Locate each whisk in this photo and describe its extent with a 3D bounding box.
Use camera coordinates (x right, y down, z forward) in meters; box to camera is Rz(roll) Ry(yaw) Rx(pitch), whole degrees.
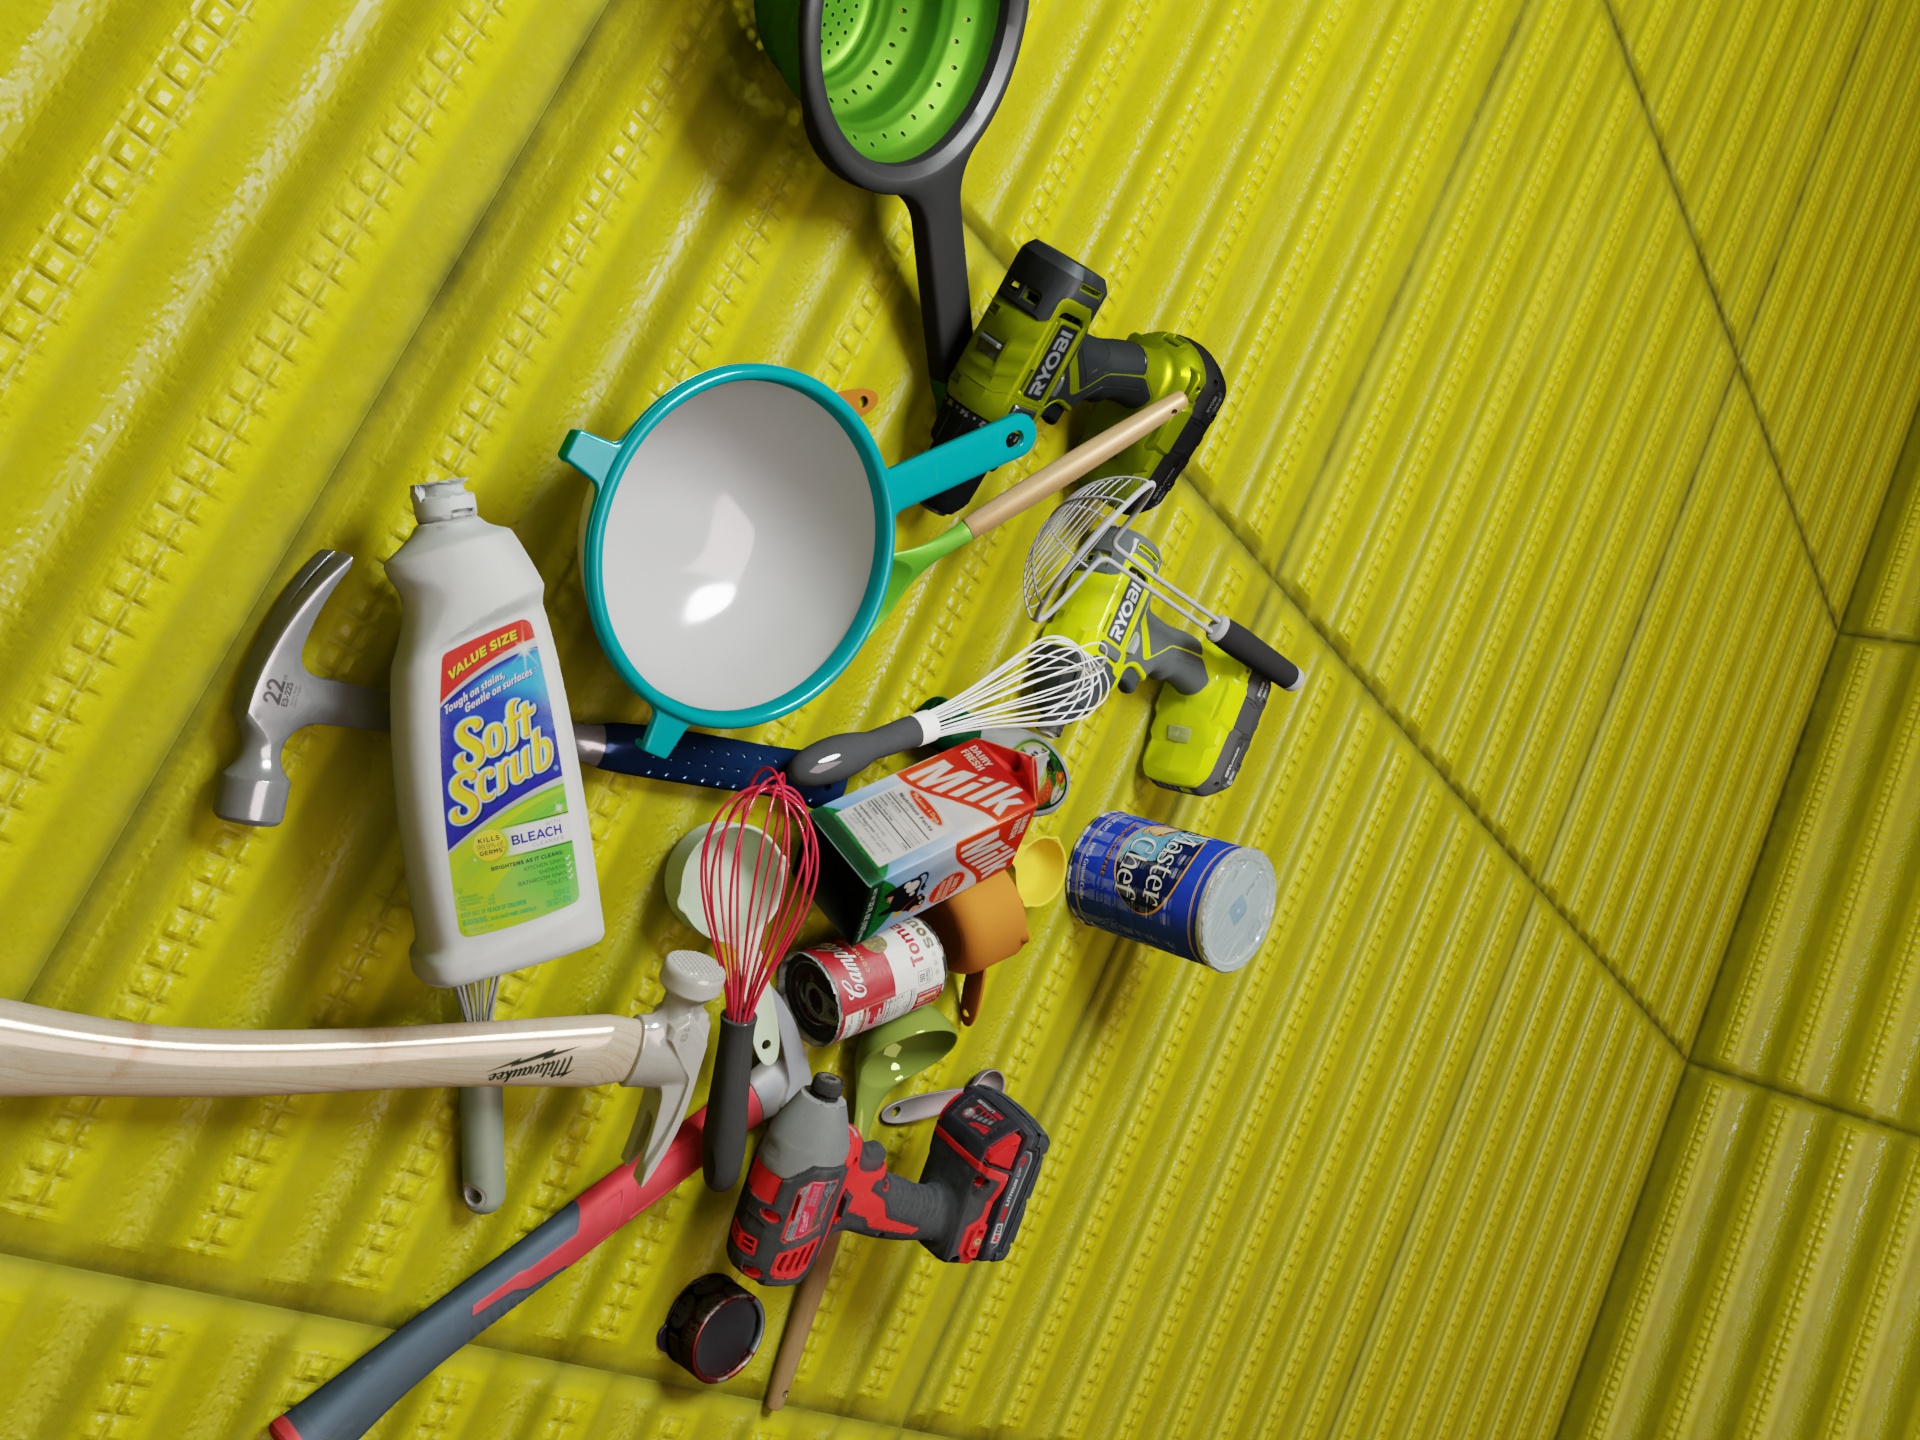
[{"bbox_3d":[-0.136,0.167,0.989,0.073,0.073,0.295,-10,117,-45],"label":"whisk"},{"bbox_3d":[-0.002,-0.003,1.104,0.284,0.070,0.070,-20,115,-36],"label":"whisk"},{"bbox_3d":[-0.278,0.178,0.919,0.059,0.058,0.246,-32,129,-61],"label":"whisk"}]

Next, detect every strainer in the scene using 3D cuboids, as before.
[{"bbox_3d":[-0.101,-0.133,0.976,0.340,0.095,0.210,-29,122,-34],"label":"strainer"}]

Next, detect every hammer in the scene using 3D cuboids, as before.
[{"bbox_3d":[-0.324,0.187,0.838,0.410,0.038,0.146,9,107,-38],"label":"hammer"},{"bbox_3d":[-0.248,0.308,0.990,0.386,0.038,0.143,-32,121,-37],"label":"hammer"},{"bbox_3d":[-0.221,0.007,0.939,0.405,0.035,0.144,12,92,-47],"label":"hammer"}]

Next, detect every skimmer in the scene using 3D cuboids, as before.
[{"bbox_3d":[0.176,-0.076,1.200,0.363,0.090,0.127,27,108,-43],"label":"skimmer"}]

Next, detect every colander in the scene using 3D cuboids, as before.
[{"bbox_3d":[-0.047,-0.369,0.997,0.204,0.095,0.396,-44,147,-30],"label":"colander"}]

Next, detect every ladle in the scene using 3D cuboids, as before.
[{"bbox_3d":[-0.080,0.359,1.169,0.078,0.062,0.320,18,90,-49],"label":"ladle"}]

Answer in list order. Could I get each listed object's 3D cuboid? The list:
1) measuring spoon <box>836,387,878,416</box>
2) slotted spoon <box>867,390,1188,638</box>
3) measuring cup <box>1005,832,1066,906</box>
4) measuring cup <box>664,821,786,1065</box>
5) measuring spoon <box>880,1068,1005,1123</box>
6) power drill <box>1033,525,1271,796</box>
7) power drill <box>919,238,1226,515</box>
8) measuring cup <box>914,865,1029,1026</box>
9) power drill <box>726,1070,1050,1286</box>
[{"bbox_3d":[-0.094,-0.198,1.034,0.117,0.011,0.021,-26,118,-40],"label":"measuring spoon"},{"bbox_3d":[0.026,-0.142,1.088,0.314,0.031,0.070,-33,145,-9],"label":"slotted spoon"},{"bbox_3d":[0.024,0.094,1.232,0.156,0.029,0.062,37,73,-38],"label":"measuring cup"},{"bbox_3d":[-0.147,0.145,1.038,0.083,0.038,0.167,-20,108,-35],"label":"measuring cup"},{"bbox_3d":[-0.016,0.297,1.253,0.124,0.018,0.034,-3,103,-39],"label":"measuring spoon"},{"bbox_3d":[0.150,-0.032,1.294,0.223,0.080,0.171,33,75,-42],"label":"power drill"},{"bbox_3d":[0.076,-0.219,1.132,0.228,0.080,0.190,6,120,-51],"label":"power drill"},{"bbox_3d":[-0.003,0.177,1.195,0.052,0.095,0.173,-20,134,-34],"label":"measuring cup"},{"bbox_3d":[-0.050,0.312,1.104,0.219,0.079,0.143,12,101,-41],"label":"power drill"}]
